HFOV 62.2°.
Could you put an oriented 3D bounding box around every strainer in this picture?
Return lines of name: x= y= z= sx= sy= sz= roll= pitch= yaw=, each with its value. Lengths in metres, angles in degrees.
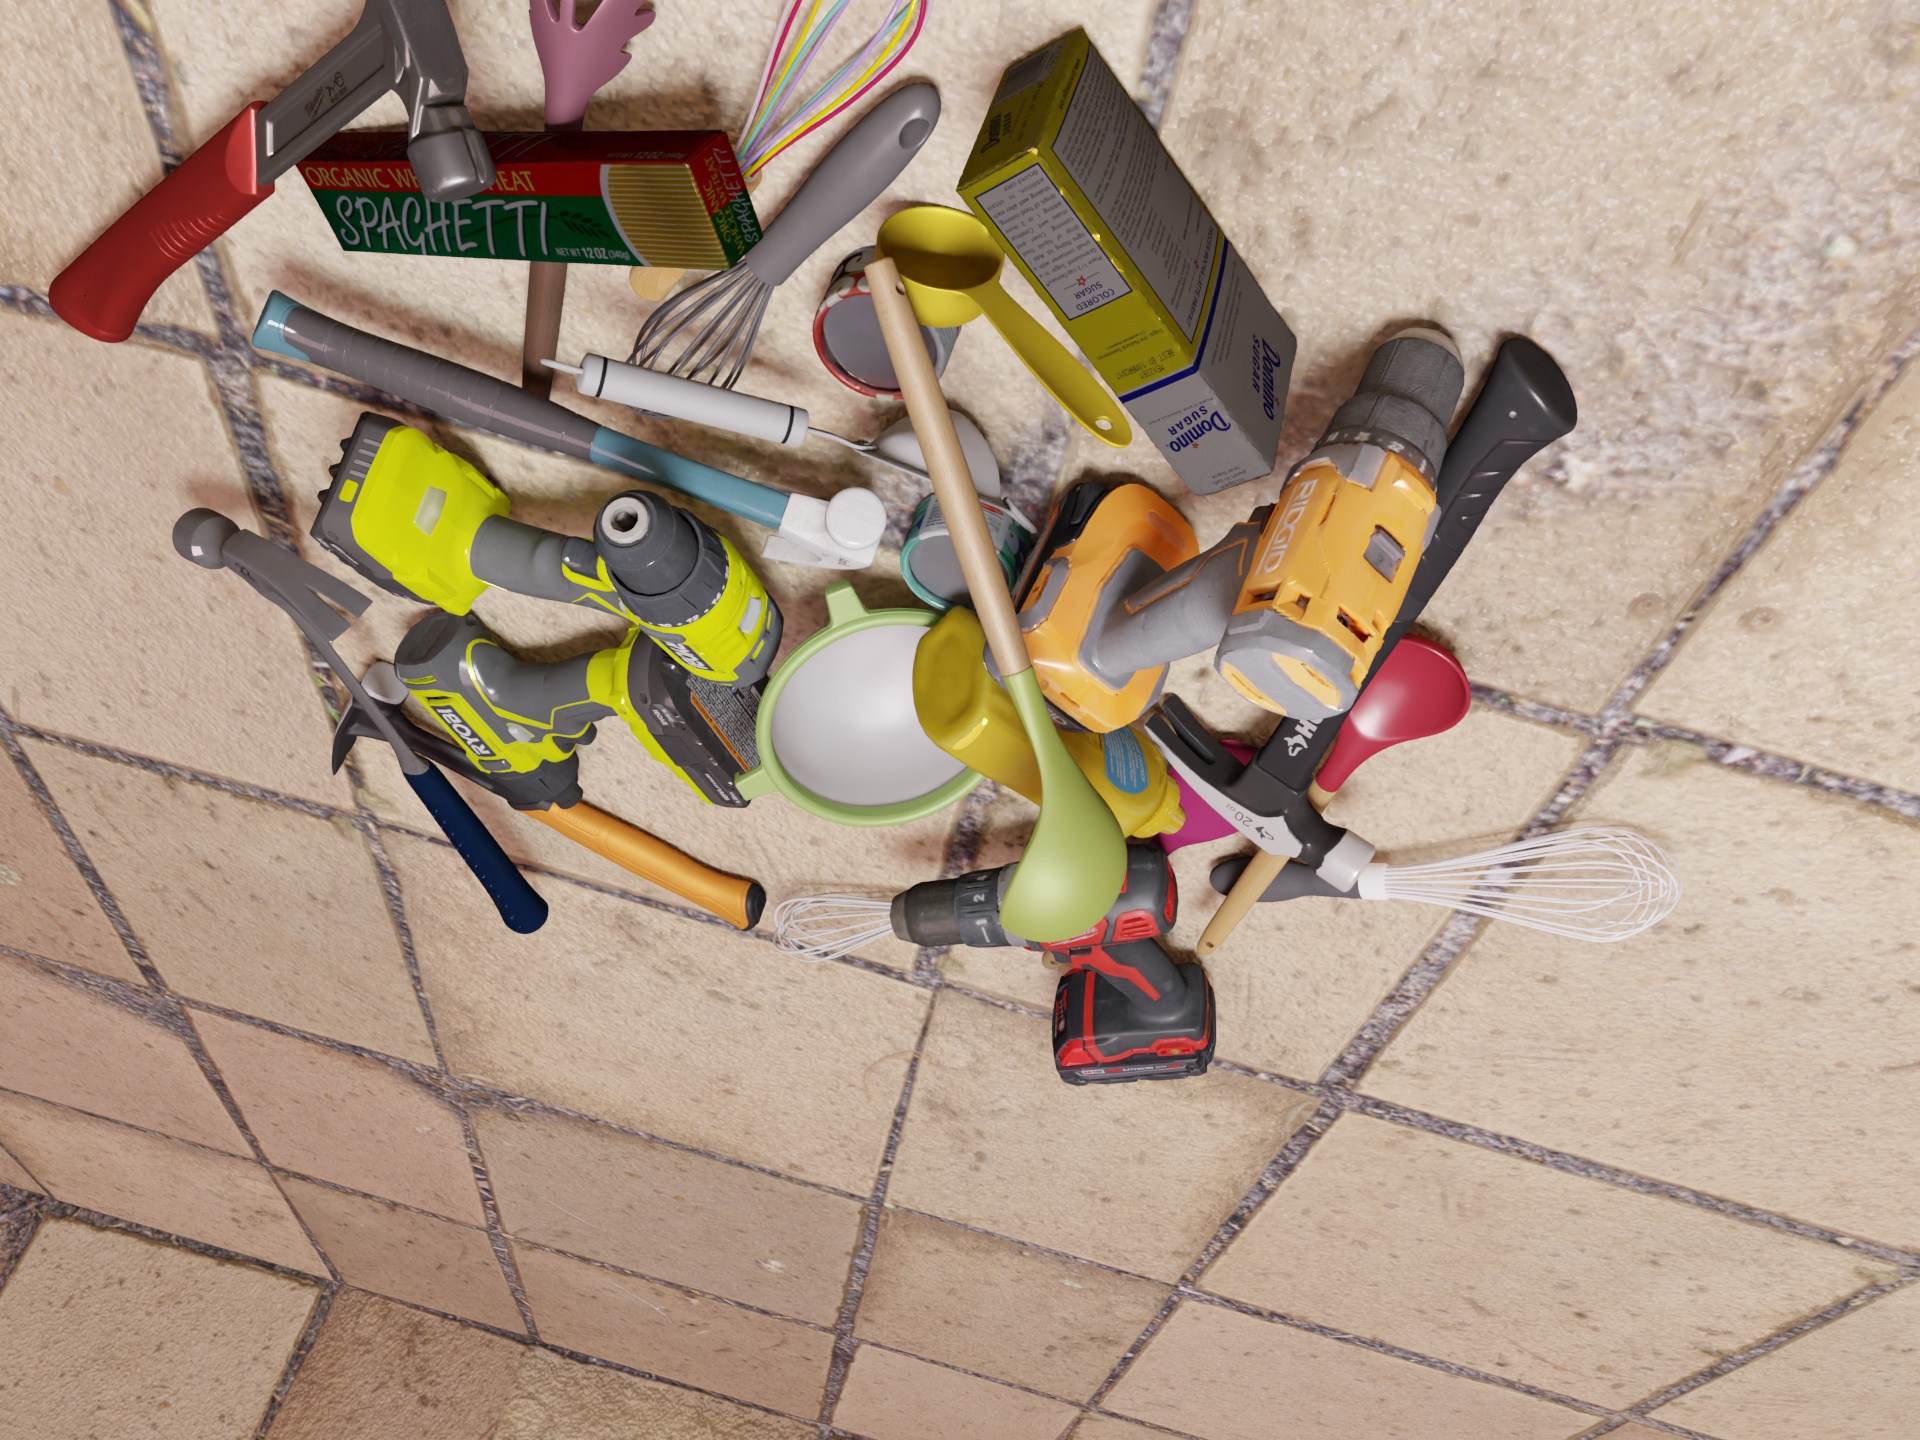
strainer: x=-0.072 y=-0.142 z=0.768 sx=0.258 sy=0.087 sz=0.050 roll=11 pitch=103 yaw=-22
strainer: x=-0.002 y=-0.003 z=0.952 sx=0.256 sy=0.069 sz=0.151 roll=14 pitch=120 yaw=-26

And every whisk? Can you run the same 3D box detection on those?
whisk: x=-0.084 y=-0.254 z=0.683 sx=0.047 sy=0.051 sz=0.245 roll=51 pitch=140 yaw=-8
whisk: x=-0.031 y=0.138 z=1.149 sx=0.246 sy=0.059 sz=0.057 roll=-11 pitch=118 yaw=25
whisk: x=-0.086 y=-0.209 z=0.733 sx=0.055 sy=0.055 sz=0.239 roll=36 pitch=135 yaw=-23
whisk: x=0.284 y=0.099 z=0.966 sx=0.285 sy=0.070 sz=0.070 roll=-3 pitch=139 yaw=32

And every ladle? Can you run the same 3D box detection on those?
ladle: x=0.205 y=0.054 z=0.936 sx=0.069 sy=0.031 sz=0.315 roll=31 pitch=137 yaw=7
ladle: x=0.007 y=-0.046 z=0.714 sx=0.062 sy=0.078 sz=0.320 roll=-8 pitch=109 yaw=38

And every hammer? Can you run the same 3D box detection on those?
hammer: x=-0.349 y=-0.264 z=0.747 sx=0.359 sy=0.037 sz=0.149 roll=-10 pitch=104 yaw=41
hammer: x=-0.197 y=-0.146 z=0.808 sx=0.331 sy=0.033 sz=0.128 roll=20 pitch=175 yaw=-5
hammer: x=-0.298 y=0.073 z=1.178 sx=0.336 sy=0.034 sz=0.127 roll=30 pitch=140 yaw=-16
hammer: x=0.204 y=-0.051 z=0.802 sx=0.146 sy=0.035 sz=0.334 roll=35 pitch=139 yaw=13
hammer: x=-0.368 y=0.026 z=1.067 sx=0.144 sy=0.035 sz=0.405 roll=23 pitch=150 yaw=29

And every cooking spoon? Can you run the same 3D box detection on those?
cooking spoon: x=0.120 y=0.097 z=1.059 sx=0.068 sy=0.017 sz=0.318 roll=20 pitch=143 yaw=-10

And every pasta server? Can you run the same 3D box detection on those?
pasta server: x=-0.185 y=-0.247 z=0.739 sx=0.060 sy=0.040 sz=0.316 roll=22 pitch=147 yaw=-6

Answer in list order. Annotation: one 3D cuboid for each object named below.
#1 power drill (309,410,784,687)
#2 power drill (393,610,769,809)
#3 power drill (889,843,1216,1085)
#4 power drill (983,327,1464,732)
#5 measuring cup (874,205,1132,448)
power drill: x=-0.219 y=-0.092 z=0.847 sx=0.228 sy=0.080 sz=0.190 roll=16 pitch=168 yaw=12
power drill: x=-0.234 y=-0.001 z=1.030 sx=0.223 sy=0.080 sz=0.171 roll=-1 pitch=140 yaw=28
power drill: x=0.071 y=0.165 z=1.080 sx=0.188 sy=0.080 sz=0.226 roll=-9 pitch=141 yaw=18
power drill: x=0.124 y=-0.083 z=0.735 sx=0.084 sy=0.185 sz=0.226 roll=37 pitch=158 yaw=-24
measuring cup: x=0.019 y=-0.163 z=0.685 sx=0.157 sy=0.062 sz=0.029 roll=51 pitch=151 yaw=20
